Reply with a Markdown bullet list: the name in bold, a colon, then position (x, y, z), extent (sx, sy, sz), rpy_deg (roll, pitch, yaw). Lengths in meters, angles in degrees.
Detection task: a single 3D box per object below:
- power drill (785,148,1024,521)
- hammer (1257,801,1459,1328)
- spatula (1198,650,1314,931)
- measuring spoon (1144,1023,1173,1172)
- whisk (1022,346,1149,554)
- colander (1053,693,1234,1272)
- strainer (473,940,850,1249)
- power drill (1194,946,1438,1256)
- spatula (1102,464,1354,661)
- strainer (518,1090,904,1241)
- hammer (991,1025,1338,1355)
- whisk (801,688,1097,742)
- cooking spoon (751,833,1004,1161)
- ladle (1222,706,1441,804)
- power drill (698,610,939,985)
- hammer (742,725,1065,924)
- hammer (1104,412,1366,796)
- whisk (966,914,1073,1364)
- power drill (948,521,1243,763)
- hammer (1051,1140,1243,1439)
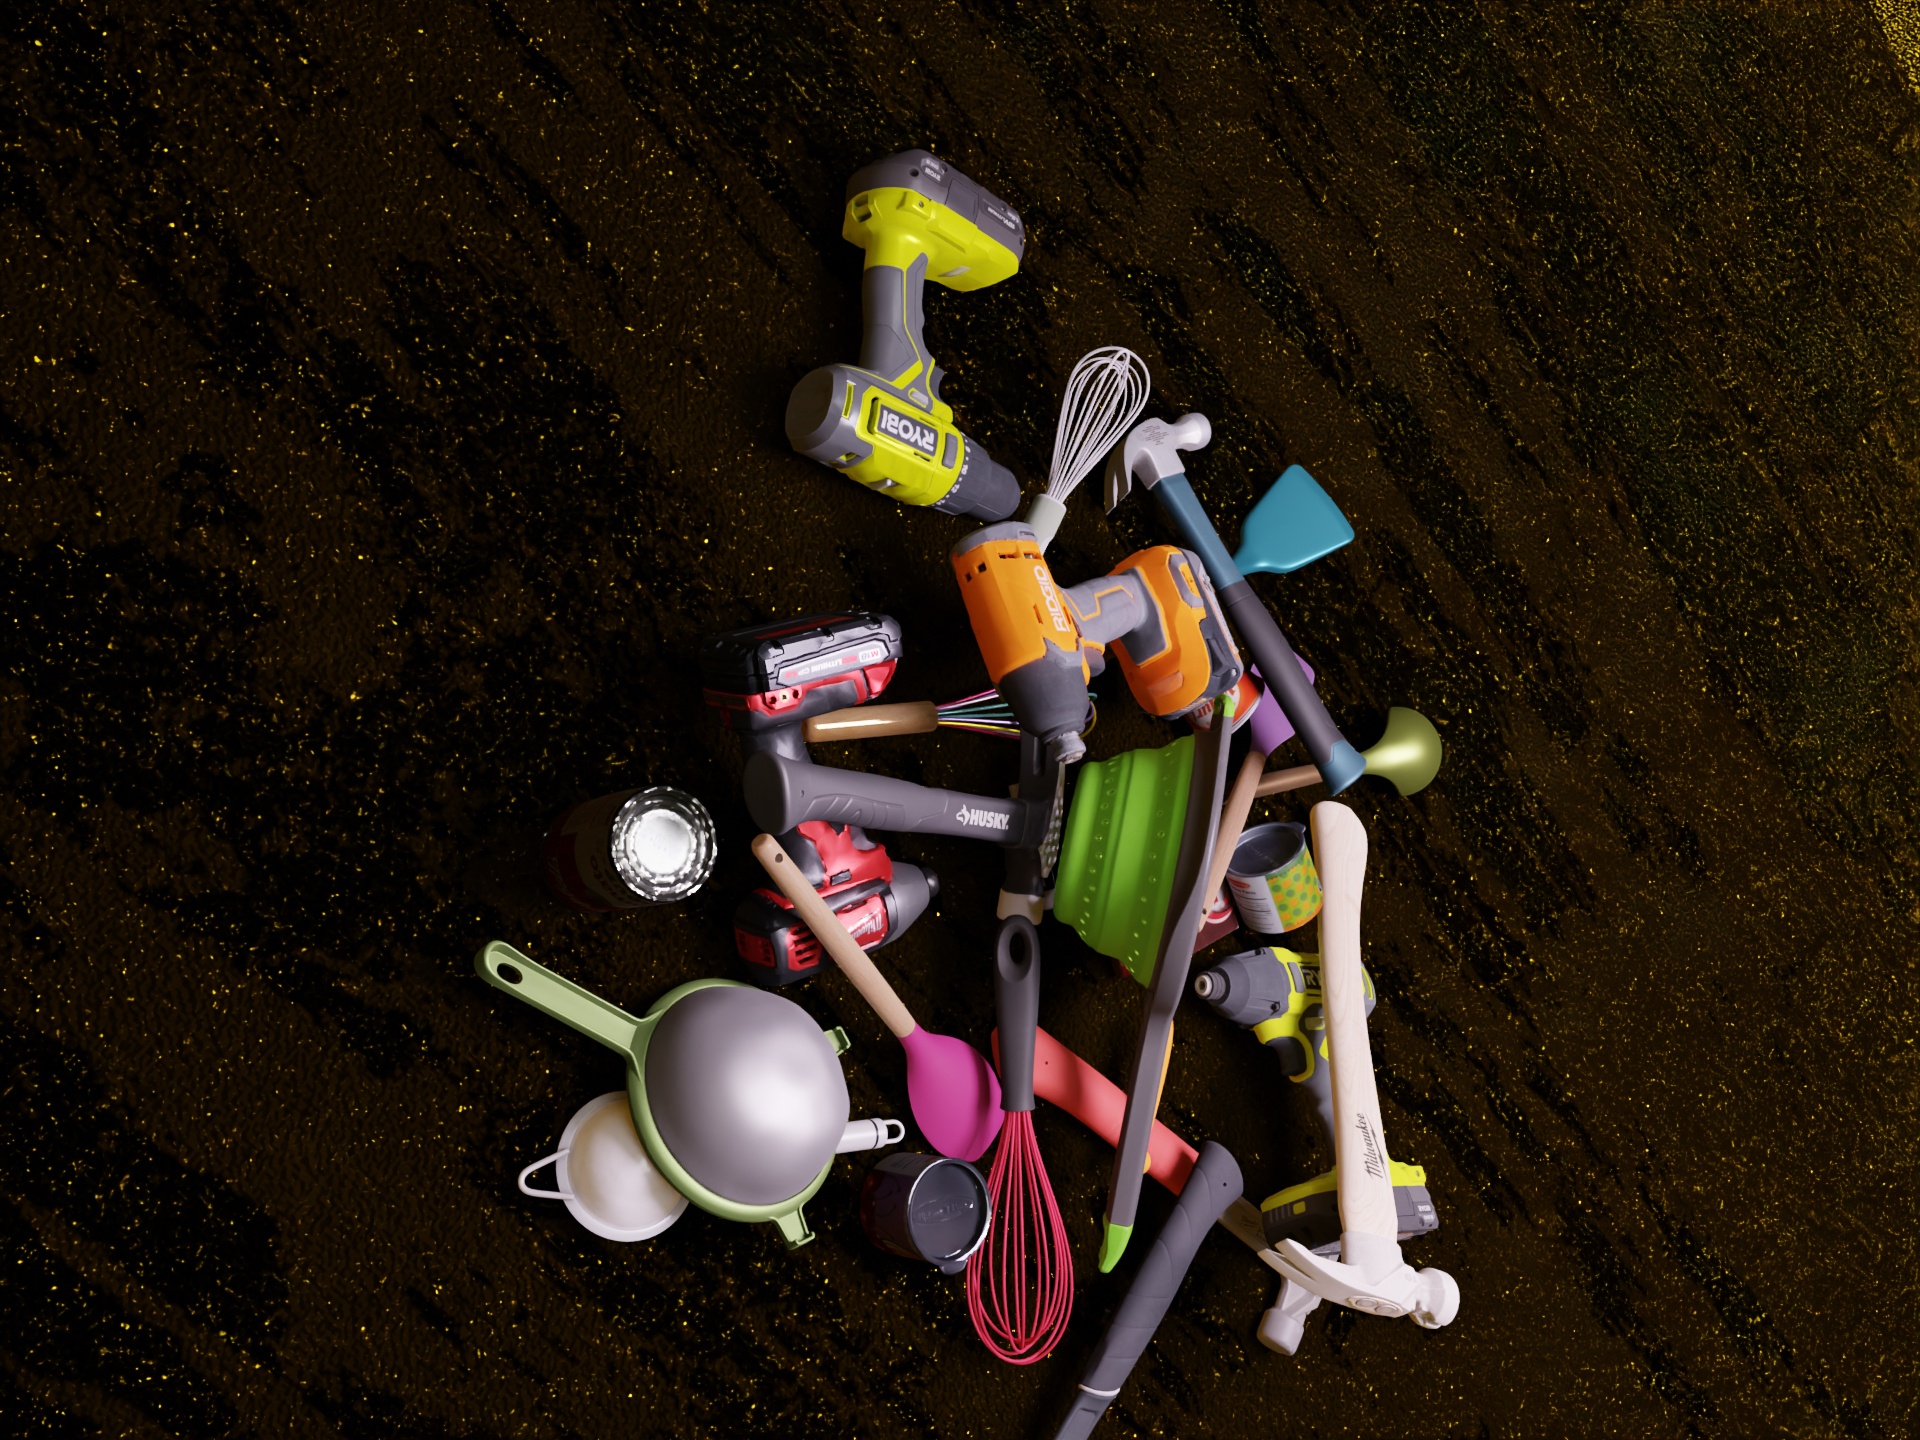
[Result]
- **power drill**: position (-0.021, -0.262, 1.127), extent (0.190, 0.080, 0.229), rpy_deg (19, 73, -41)
- **hammer**: position (0.279, 0.227, 1.178), extent (0.146, 0.038, 0.411), rpy_deg (24, 46, -19)
- **spatula**: position (0.224, 0.045, 1.247), extent (0.059, 0.018, 0.316), rpy_deg (39, 48, -11)
- **measuring spoon**: position (0.139, 0.266, 1.137), extent (0.021, 0.011, 0.117), rpy_deg (27, 67, -30)
- **whisk**: position (0.070, -0.166, 1.166), extent (0.059, 0.057, 0.246), rpy_deg (25, 83, 6)
- **colander**: position (0.101, 0.170, 1.077), extent (0.094, 0.204, 0.397), rpy_deg (11, 91, 5)
- **strainer**: position (-0.156, 0.185, 0.921), extent (0.256, 0.069, 0.152), rpy_deg (35, 40, -24)
- **power drill**: position (0.263, 0.283, 1.203), extent (0.171, 0.080, 0.223), rpy_deg (10, 56, -36)
- **spatula**: position (0.192, -0.109, 1.272), extent (0.317, 0.044, 0.082), rpy_deg (-33, 82, -34)
- **strainer**: position (-0.138, 0.261, 0.970), extent (0.258, 0.050, 0.087), rpy_deg (4, 65, -39)
- **hammer**: position (0.160, 0.317, 1.174), extent (0.358, 0.037, 0.149), rpy_deg (42, 60, -23)
- **whisk**: position (-0.001, -0.002, 1.115), extent (0.245, 0.051, 0.047), rpy_deg (-5, 90, -33)
- **cooking spoon**: position (-0.047, 0.180, 1.008), extent (0.069, 0.017, 0.318), rpy_deg (-52, 129, -26)
- **ladle**: position (0.279, 0.045, 1.315), extent (0.320, 0.062, 0.078), rpy_deg (-10, 93, -30)
- **power drill**: position (-0.084, 0.046, 1.007), extent (0.143, 0.079, 0.219), rpy_deg (-16, 105, -36)
- **hammer**: position (-0.023, 0.050, 0.990), extent (0.334, 0.035, 0.146), rpy_deg (15, 84, -59)
- **hammer**: position (0.219, -0.092, 1.237), extent (0.128, 0.033, 0.331), rpy_deg (-20, 75, -36)
- **whisk**: position (0.039, 0.278, 1.060), extent (0.073, 0.073, 0.296), rpy_deg (2, 86, -36)
- **power drill**: position (0.100, -0.050, 1.109), extent (0.226, 0.084, 0.164), rpy_deg (-2, 67, -48)
- **hammer**: position (0.078, 0.462, 1.066), extent (0.149, 0.036, 0.409), rpy_deg (45, 65, -19)
